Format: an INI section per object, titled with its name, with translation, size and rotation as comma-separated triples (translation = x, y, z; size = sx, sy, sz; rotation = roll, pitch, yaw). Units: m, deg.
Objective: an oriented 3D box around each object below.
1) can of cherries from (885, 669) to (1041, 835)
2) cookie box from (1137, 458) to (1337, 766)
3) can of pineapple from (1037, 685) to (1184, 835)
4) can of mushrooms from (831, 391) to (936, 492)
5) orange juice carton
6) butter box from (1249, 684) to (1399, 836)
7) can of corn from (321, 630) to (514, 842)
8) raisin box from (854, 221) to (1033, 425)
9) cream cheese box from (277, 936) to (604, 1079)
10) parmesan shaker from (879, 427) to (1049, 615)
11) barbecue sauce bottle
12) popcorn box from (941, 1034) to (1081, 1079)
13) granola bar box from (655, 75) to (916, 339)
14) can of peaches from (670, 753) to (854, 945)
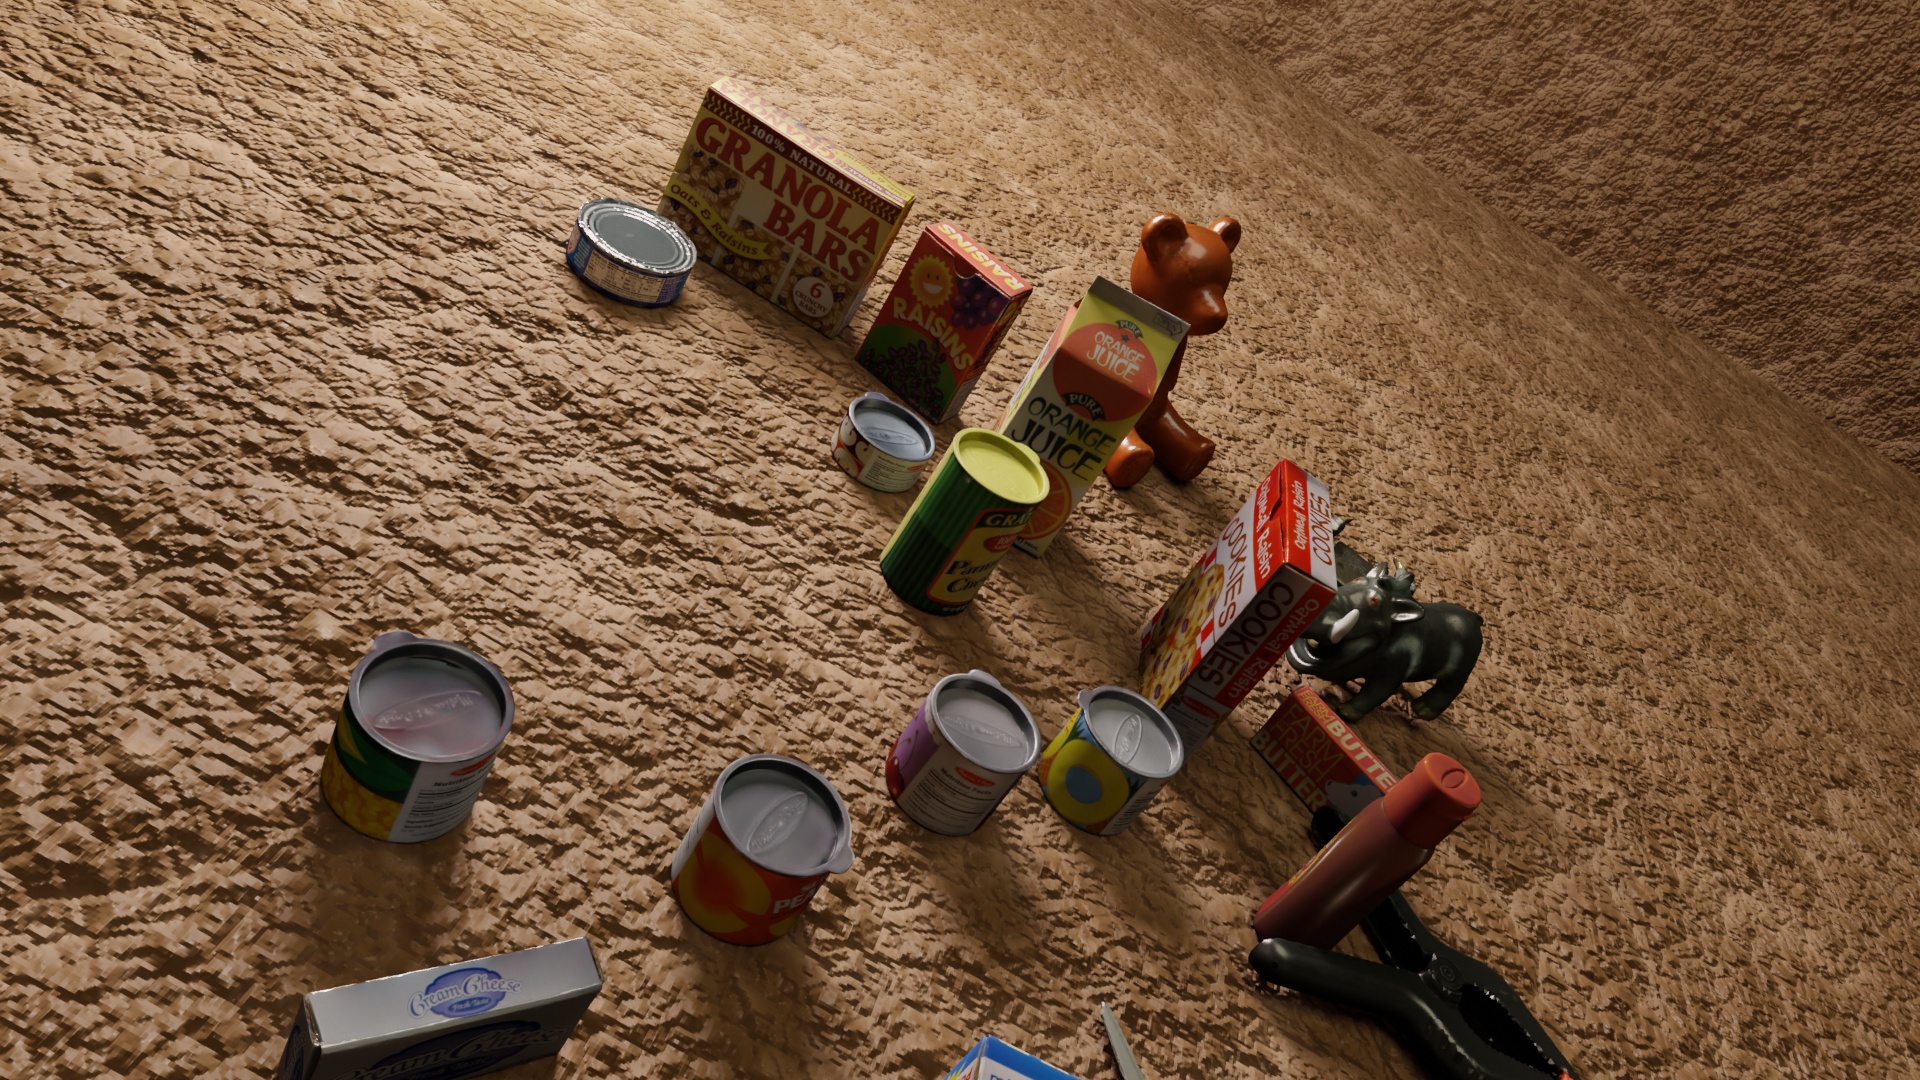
[can of cherries]
translation = 0.001, 0.113, 0.746
size = 0.071, 0.058, 0.072
rotation = 22, 34, -16
[cookie box]
translation = 0.170, 0.045, 0.877
size = 0.040, 0.166, 0.123
rotation = 29, 33, -7
[can of pineapple]
translation = 0.085, 0.126, 0.801
size = 0.071, 0.057, 0.071
rotation = 22, 34, -16
[can of mushrooms]
translation = -0.054, -0.068, 0.956
size = 0.071, 0.033, 0.071
rotation = 22, 35, -16
[orange juice carton]
translation = 0.075, -0.088, 0.945
size = 0.072, 0.191, 0.073
rotation = 29, 33, -7
[butter box]
translation = 0.242, 0.150, 0.907
size = 0.024, 0.053, 0.104
rotation = -11, 53, -48
[can of corn]
translation = -0.232, 0.083, 0.589
size = 0.071, 0.058, 0.071
rotation = 22, 34, -16
[raisin box]
translation = -0.014, -0.160, 1.026
size = 0.086, 0.122, 0.040
rotation = 41, 33, 12
[cream cheese box]
translation = -0.189, 0.178, 0.508
size = 0.104, 0.053, 0.024
rotation = 0, 46, -41
[parmesan shaker]
translation = 0.003, -0.011, 0.867
size = 0.071, 0.102, 0.072
rotation = 23, 34, -16
[barbecue sauce bottle]
translation = 0.227, 0.178, 0.772
size = 0.065, 0.147, 0.044
rotation = -9, 52, -47
[popcorn box]
translation = 0.041, 0.261, 0.565
size = 0.127, 0.084, 0.038
rotation = 29, 33, -7
[granola bar box]
translation = -0.134, -0.246, 1.035
size = 0.165, 0.123, 0.039
rotation = 32, 33, -3
[can of peaches]
translation = -0.090, 0.142, 0.632
size = 0.071, 0.057, 0.071
rotation = 22, 34, -16
